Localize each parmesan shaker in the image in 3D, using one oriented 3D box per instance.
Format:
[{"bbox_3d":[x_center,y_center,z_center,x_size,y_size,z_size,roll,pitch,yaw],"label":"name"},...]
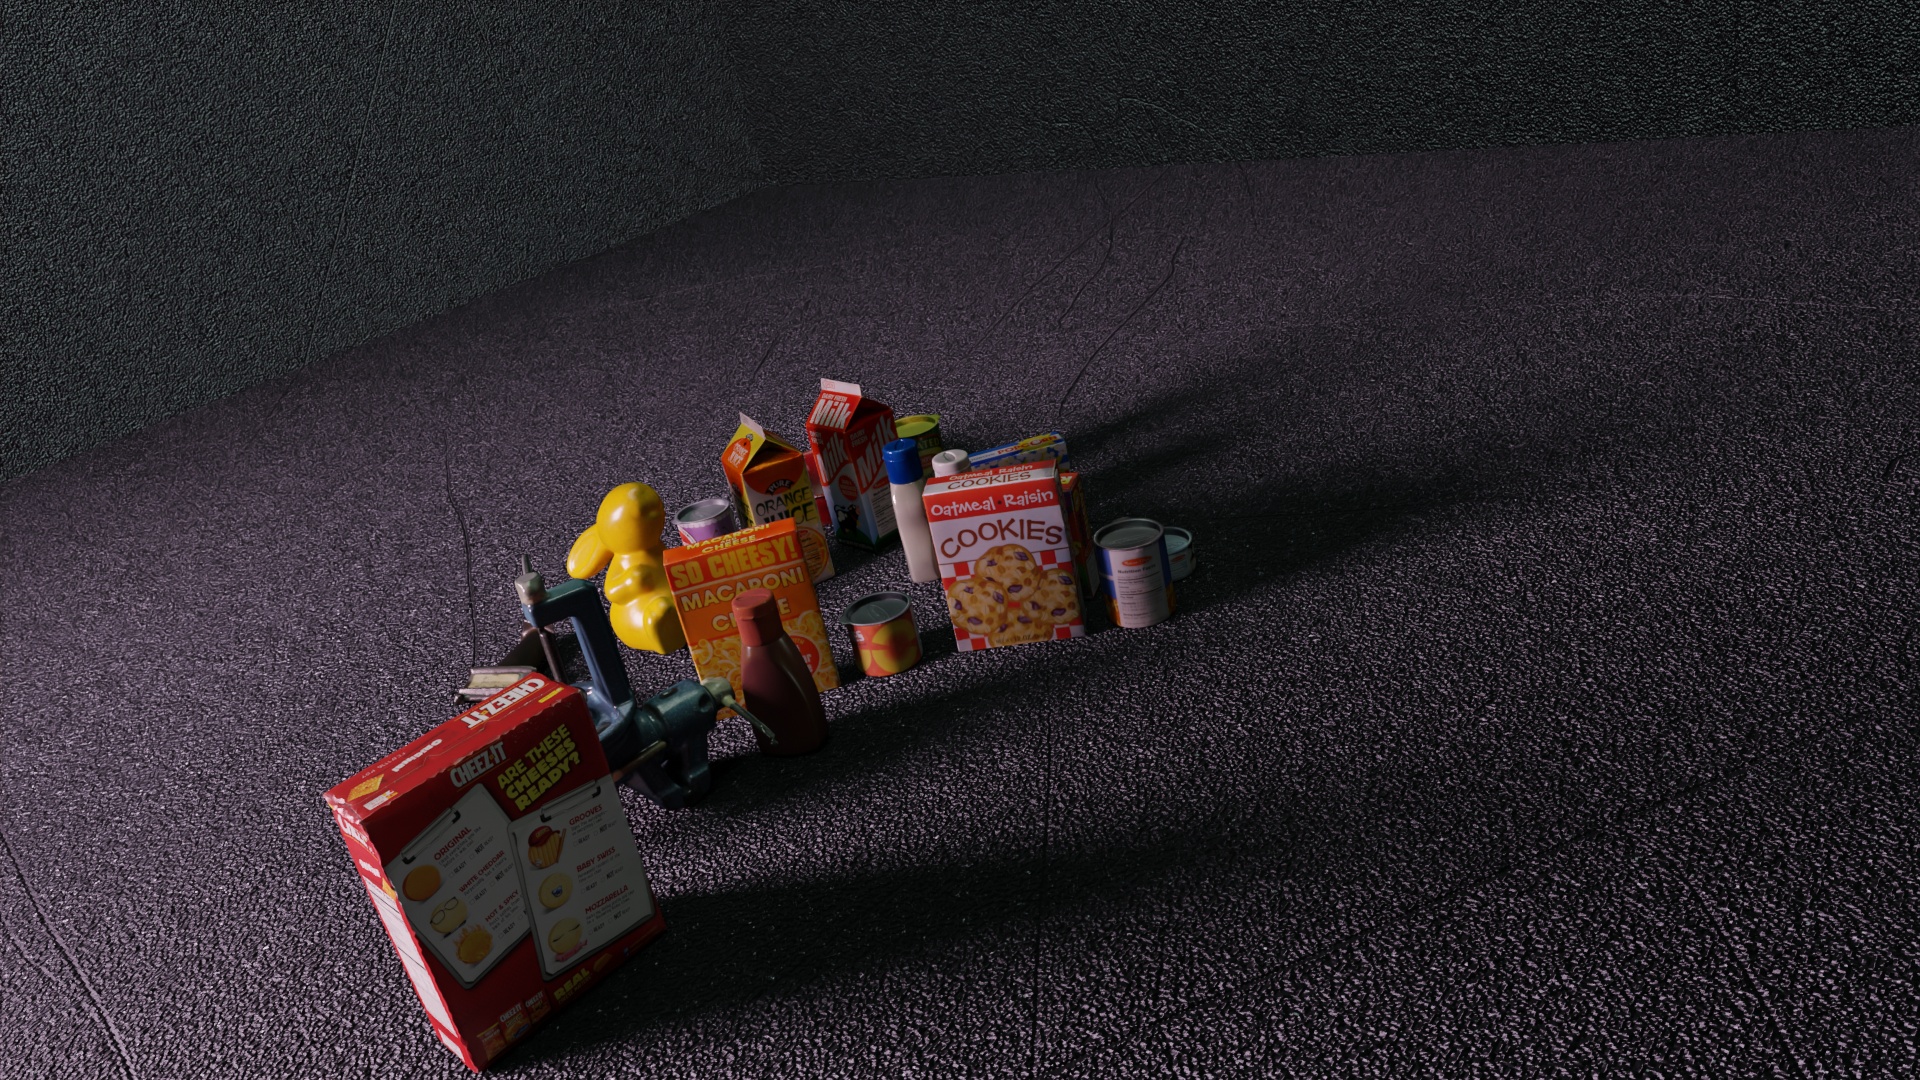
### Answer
[{"bbox_3d":[-0.045,-0.088,1.628,0.071,0.102,0.071,-11,24,5],"label":"parmesan shaker"}]

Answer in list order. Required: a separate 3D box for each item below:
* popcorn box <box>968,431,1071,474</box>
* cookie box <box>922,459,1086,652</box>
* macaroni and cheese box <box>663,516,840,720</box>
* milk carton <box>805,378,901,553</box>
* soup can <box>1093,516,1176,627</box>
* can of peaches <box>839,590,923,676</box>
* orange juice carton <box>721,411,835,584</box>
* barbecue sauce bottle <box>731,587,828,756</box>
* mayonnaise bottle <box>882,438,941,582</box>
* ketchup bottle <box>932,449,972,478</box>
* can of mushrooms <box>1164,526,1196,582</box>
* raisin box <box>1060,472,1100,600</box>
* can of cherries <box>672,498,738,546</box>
[{"bbox_3d":[0.060,-0.063,1.543,0.127,0.085,0.038,-15,24,-6],"label":"popcorn box"},{"bbox_3d":[0.043,0.015,1.285,0.123,0.166,0.040,-8,25,10],"label":"cookie box"},{"bbox_3d":[-0.191,0.072,1.276,0.124,0.165,0.040,-15,24,-5],"label":"macaroni and cheese box"},{"bbox_3d":[-0.113,-0.090,1.558,0.074,0.189,0.072,-31,30,-35],"label":"milk carton"},{"bbox_3d":[0.163,0.029,1.299,0.071,0.083,0.071,-11,24,5],"label":"soup can"},{"bbox_3d":[-0.075,0.089,1.315,0.071,0.057,0.071,-10,24,5],"label":"can of peaches"},{"bbox_3d":[-0.201,-0.043,1.497,0.073,0.191,0.072,-22,26,-19],"label":"orange juice carton"},{"bbox_3d":[-0.160,0.114,1.194,0.065,0.148,0.044,-5,25,16],"label":"barbecue sauce bottle"},{"bbox_3d":[-0.048,-0.033,1.455,0.041,0.147,0.065,-9,24,9],"label":"mayonnaise bottle"},{"bbox_3d":[0.005,-0.018,1.396,0.043,0.148,0.065,-18,25,-12],"label":"ketchup bottle"},{"bbox_3d":[0.198,0.014,1.375,0.071,0.033,0.071,-10,24,5],"label":"can of mushrooms"},{"bbox_3d":[0.082,-0.002,1.356,0.086,0.123,0.040,-2,26,22],"label":"raisin box"},{"bbox_3d":[-0.298,-0.009,1.633,0.071,0.058,0.072,-10,24,5],"label":"can of cherries"}]
